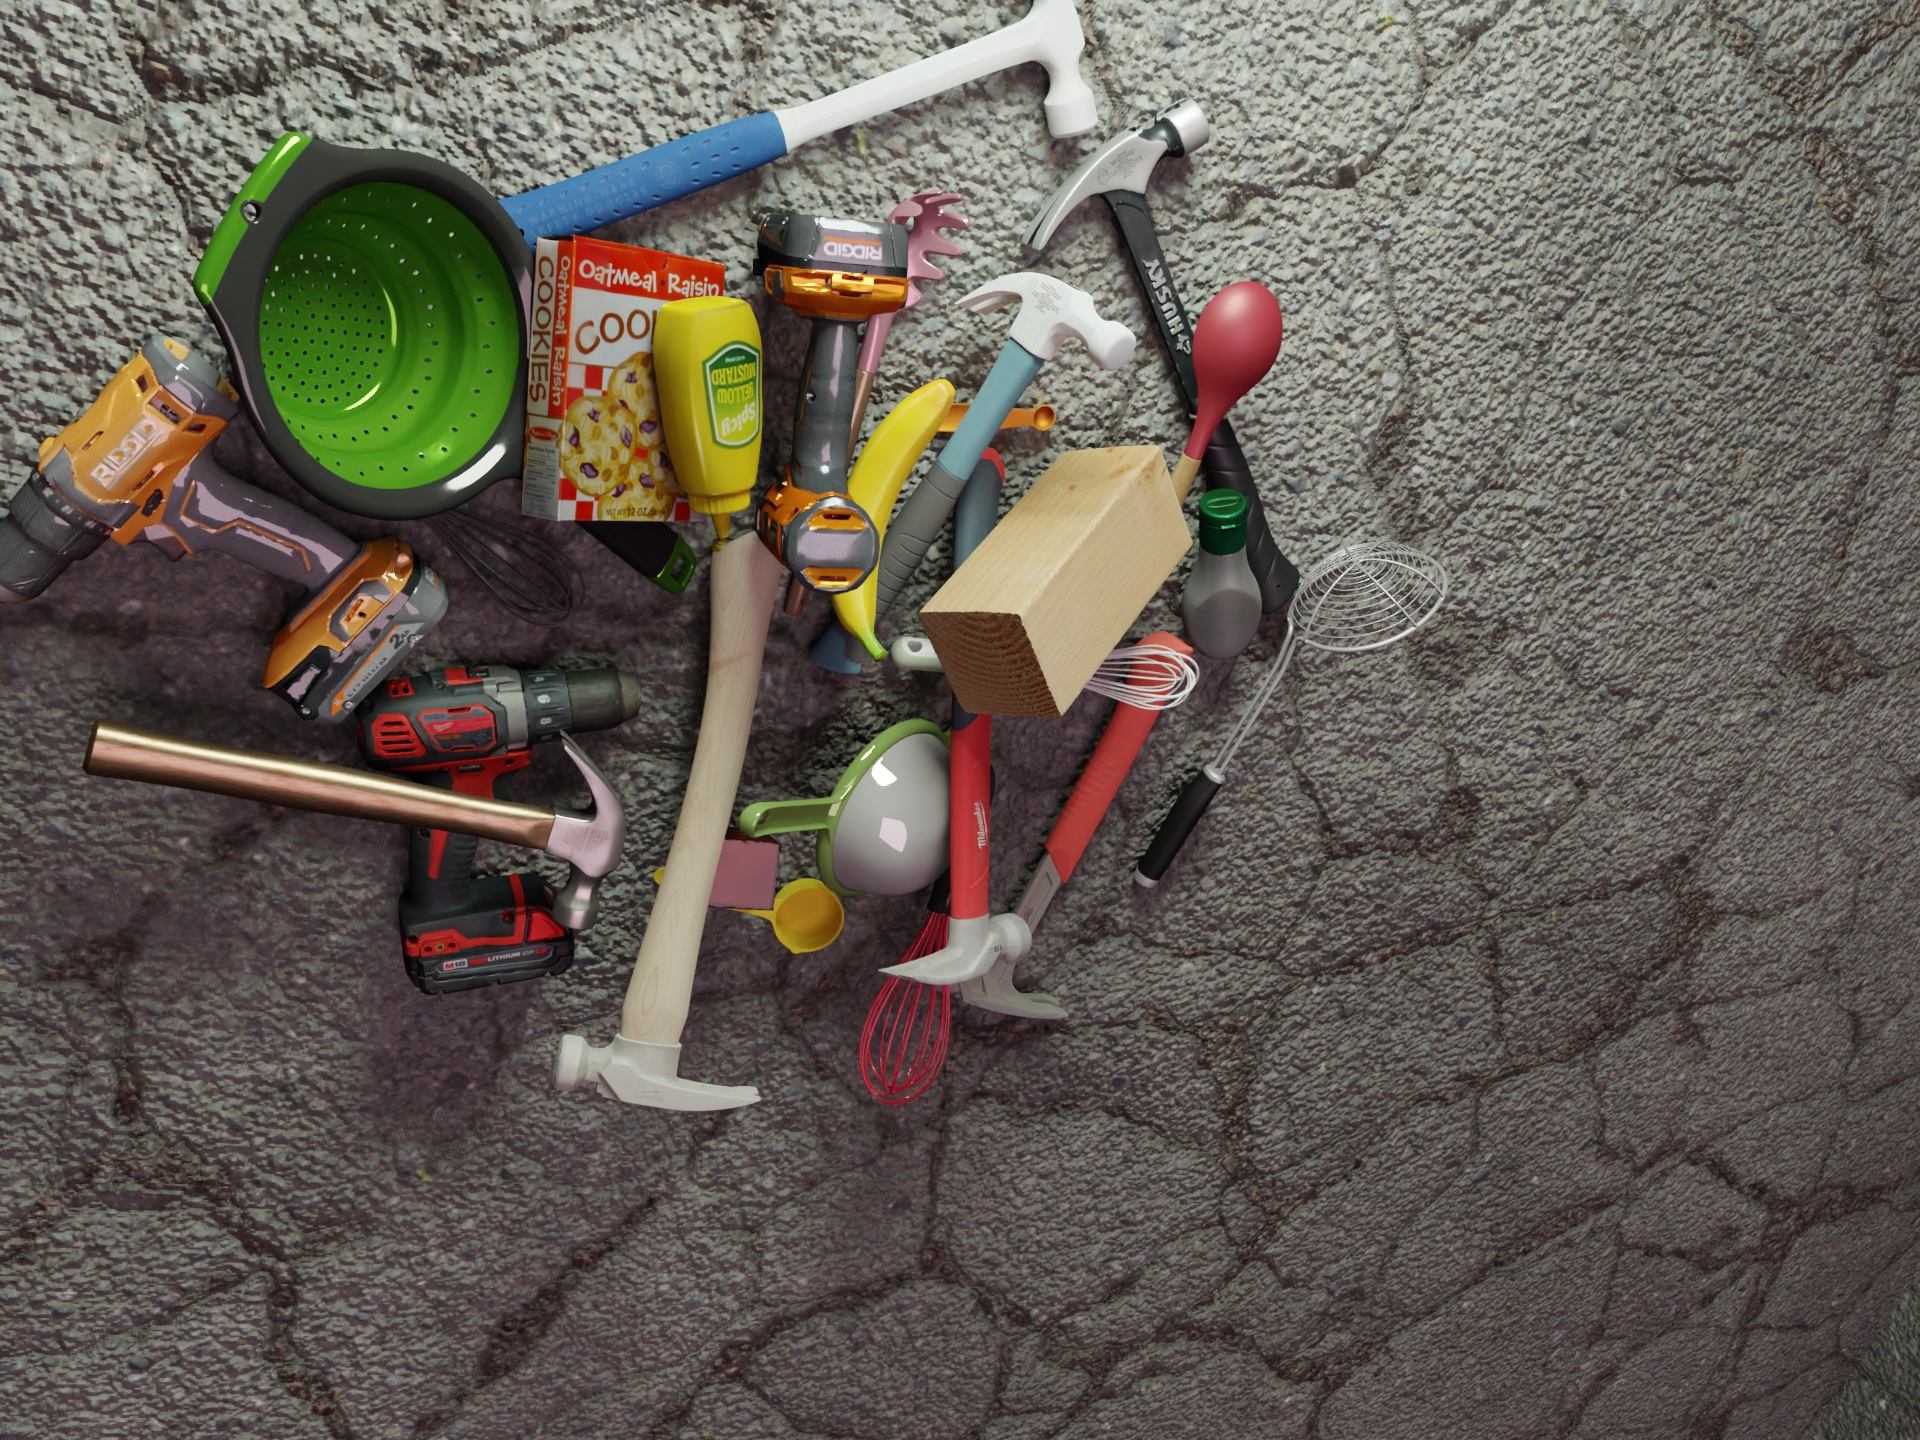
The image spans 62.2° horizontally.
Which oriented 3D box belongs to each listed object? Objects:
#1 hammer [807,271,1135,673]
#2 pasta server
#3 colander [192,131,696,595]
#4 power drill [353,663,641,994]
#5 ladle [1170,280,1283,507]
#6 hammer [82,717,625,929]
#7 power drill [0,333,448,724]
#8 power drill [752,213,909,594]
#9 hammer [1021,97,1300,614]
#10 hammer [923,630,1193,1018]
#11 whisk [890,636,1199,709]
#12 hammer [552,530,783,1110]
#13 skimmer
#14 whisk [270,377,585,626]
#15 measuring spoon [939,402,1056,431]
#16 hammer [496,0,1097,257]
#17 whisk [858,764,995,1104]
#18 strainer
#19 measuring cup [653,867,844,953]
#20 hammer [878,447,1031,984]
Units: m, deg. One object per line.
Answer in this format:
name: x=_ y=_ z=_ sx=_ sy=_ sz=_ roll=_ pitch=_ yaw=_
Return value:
hammer: x=-0.013 y=-0.164 z=1.116 sx=0.033 sy=0.128 sz=0.331 roll=2 pitch=129 yaw=-52
pasta server: x=-0.069 y=-0.215 z=1.106 sx=0.060 sy=0.040 sz=0.316 roll=-9 pitch=124 yaw=-53
colander: x=-0.309 y=-0.189 z=0.985 sx=0.396 sy=0.094 sz=0.204 roll=42 pitch=68 yaw=-52
power drill: x=-0.316 y=0.067 z=1.116 sx=0.188 sy=0.080 sz=0.226 roll=-7 pitch=114 yaw=-21
ladle: x=0.164 y=-0.179 z=1.203 sx=0.069 sy=0.031 sz=0.315 roll=9 pitch=124 yaw=-19
hammer: x=-0.377 y=0.047 z=1.024 sx=0.331 sy=0.031 sz=0.130 roll=14 pitch=103 yaw=-26
power drill: x=-0.456 y=-0.093 z=0.970 sx=0.185 sy=0.084 sz=0.226 roll=-45 pitch=120 yaw=2
power drill: x=-0.094 y=-0.208 z=1.035 sx=0.084 sy=0.164 sz=0.226 roll=0 pitch=106 yaw=-18
hammer: x=0.178 y=-0.244 z=1.204 sx=0.149 sy=0.036 sz=0.408 roll=-32 pitch=124 yaw=-5
hammer: x=0.104 y=0.092 z=1.340 sx=0.149 sy=0.037 sz=0.359 roll=19 pitch=106 yaw=-31
whisk: x=0.067 y=-0.043 z=1.230 sx=0.246 sy=0.058 sz=0.059 roll=5 pitch=140 yaw=-12
hammer: x=-0.173 y=0.072 z=1.127 sx=0.146 sy=0.038 sz=0.410 roll=13 pitch=91 yaw=-14
skimmer: x=0.268 y=0.005 z=1.338 sx=0.090 sy=0.127 sz=0.363 roll=18 pitch=115 yaw=-24
whisk: x=-0.340 y=-0.139 z=1.019 sx=0.238 sy=0.055 sz=0.055 roll=39 pitch=95 yaw=-29
measuring spoon: x=0.014 y=-0.222 z=1.158 sx=0.117 sy=0.011 sz=0.021 roll=-4 pitch=116 yaw=-19
hammer: x=-0.106 y=-0.382 z=1.006 sx=0.405 sy=0.035 sz=0.144 roll=-25 pitch=123 yaw=-11
whisk: x=-0.021 y=0.174 z=1.296 sx=0.073 sy=0.073 sz=0.296 roll=12 pitch=97 yaw=-29
strainer: x=-0.063 y=0.079 z=1.166 sx=0.256 sy=0.069 sz=0.151 roll=1 pitch=114 yaw=-61
measuring cup: x=-0.167 y=0.138 z=1.254 sx=0.156 sy=0.029 sz=0.062 roll=19 pitch=104 yaw=-18
hammer: x=-0.002 y=-0.004 z=1.154 sx=0.143 sy=0.038 sz=0.386 roll=-5 pitch=97 yaw=-51
